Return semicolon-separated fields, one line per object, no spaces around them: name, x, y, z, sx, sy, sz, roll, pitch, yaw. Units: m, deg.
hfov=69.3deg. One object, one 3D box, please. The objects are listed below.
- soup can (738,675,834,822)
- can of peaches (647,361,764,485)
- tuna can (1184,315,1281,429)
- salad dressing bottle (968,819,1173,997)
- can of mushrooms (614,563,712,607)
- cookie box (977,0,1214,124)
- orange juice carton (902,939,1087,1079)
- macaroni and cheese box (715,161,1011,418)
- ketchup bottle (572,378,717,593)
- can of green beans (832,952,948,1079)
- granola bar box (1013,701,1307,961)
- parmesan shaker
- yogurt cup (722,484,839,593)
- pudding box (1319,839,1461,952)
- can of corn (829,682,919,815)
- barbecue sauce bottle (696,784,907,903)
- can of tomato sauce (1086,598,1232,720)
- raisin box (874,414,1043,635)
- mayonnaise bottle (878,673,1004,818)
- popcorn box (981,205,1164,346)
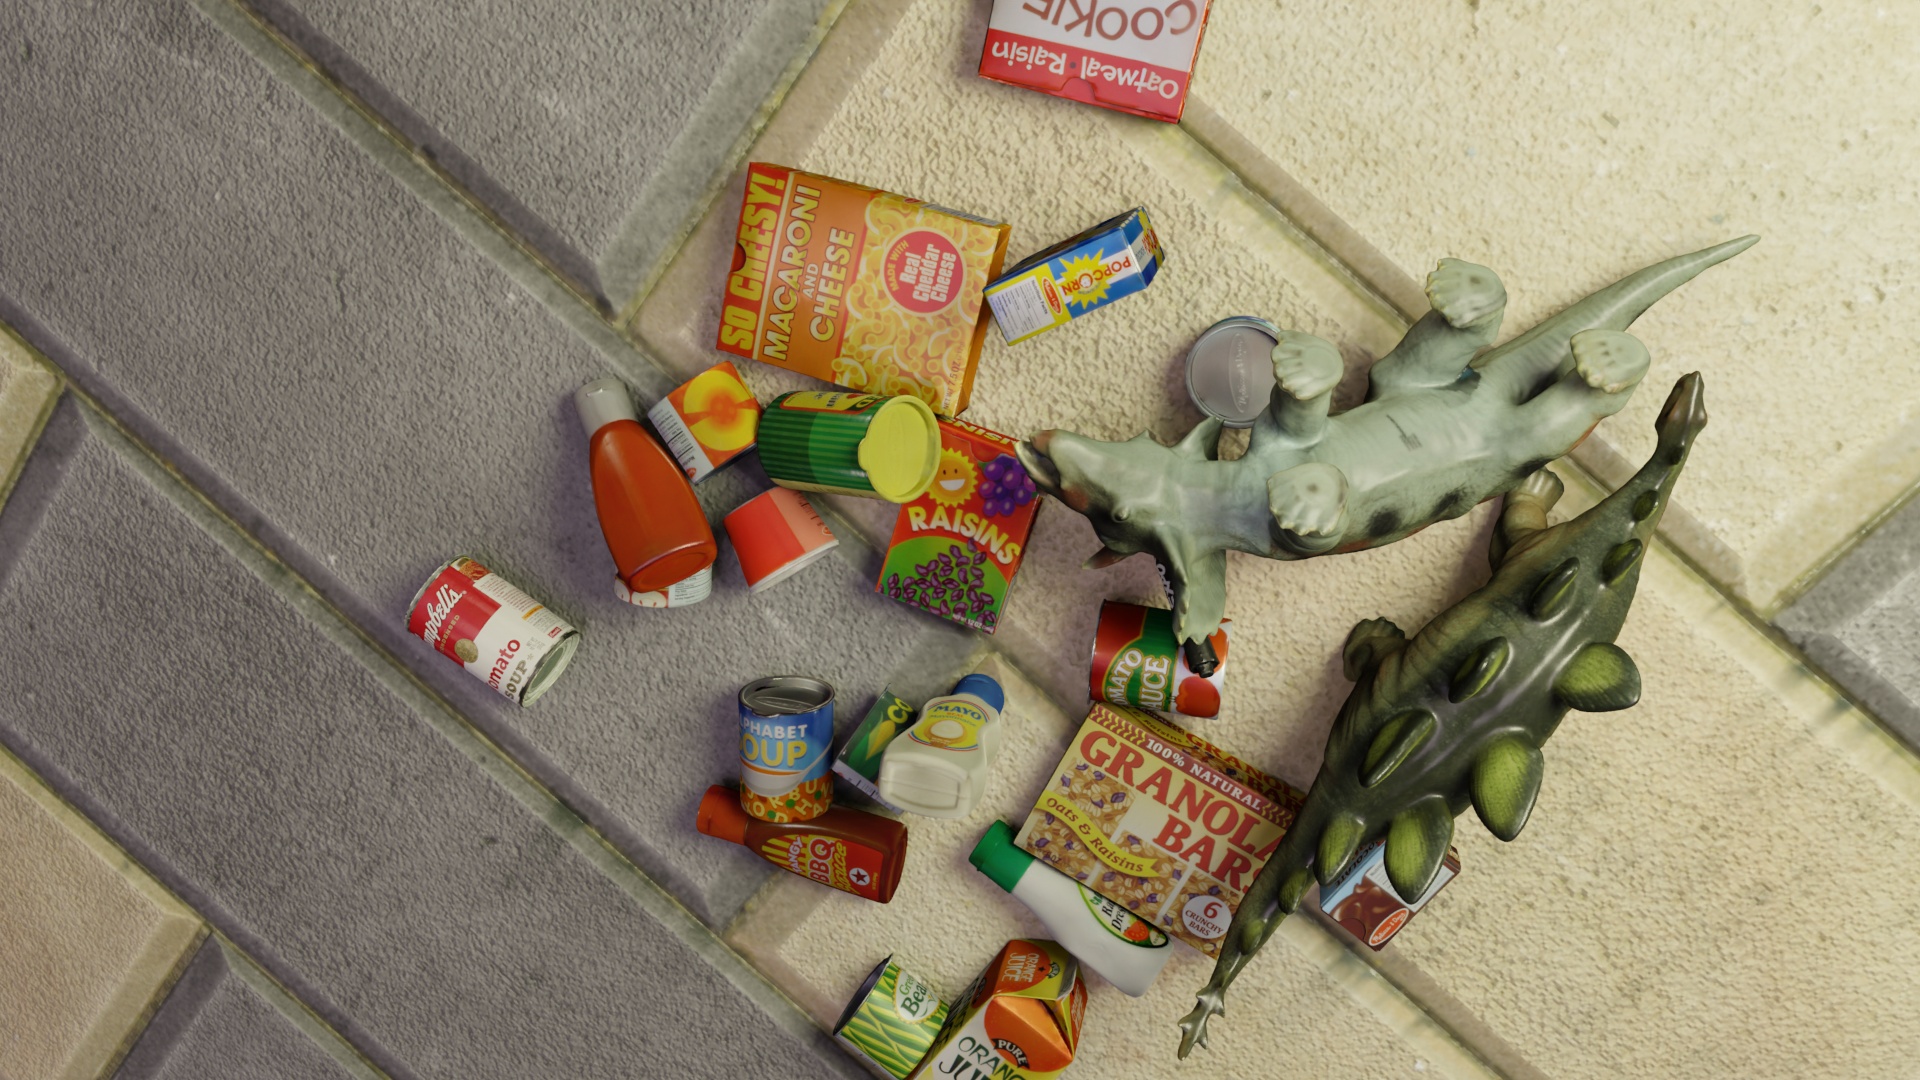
soup can;-0.122;0.145;0.965;0.071;0.071;0.083;5;107;12
can of peaches;-0.162;-0.079;0.918;0.071;0.071;0.058;-32;95;20
tuna can;0.173;-0.103;0.844;0.071;0.033;0.071;4;106;13
salad dressing bottle;0.074;0.250;0.954;0.148;0.064;0.044;35;106;10
can of mushrooms;-0.206;0.020;0.955;0.071;0.071;0.033;9;108;12
cookie box;0.088;-0.337;0.797;0.123;0.040;0.166;16;108;9
orange juice carton;0.027;0.358;0.987;0.073;0.072;0.192;38;111;1
macaroni and cheese box;-0.064;-0.161;0.883;0.166;0.040;0.123;17;108;9
ketchup bottle;-0.216;-0.041;0.920;0.065;0.043;0.149;-25;66;-8
can of green beans;-0.050;0.347;1.006;0.058;0.071;0.071;37;110;1
granola bar box;0.138;0.190;0.931;0.165;0.039;0.123;29;111;5
parmesan shaker;-0.074;-0.061;0.876;0.103;0.071;0.071;8;109;41
yogurt cup;-0.123;-0.003;0.930;0.072;0.072;0.054;-30;88;20
pudding box;0.280;0.222;0.909;0.049;0.030;0.083;37;110;1
can of corn;-0.045;0.143;0.949;0.058;0.071;0.071;35;110;2
barbecue sauce bottle;-0.114;0.212;0.995;0.148;0.044;0.064;14;124;10
can of tomato sauce;0.127;0.077;0.886;0.083;0.071;0.071;8;107;11
raisin box;0.003;-0.011;0.908;0.086;0.040;0.123;21;108;8
mayonnaise bottle;-0.004;0.127;0.890;0.065;0.148;0.041;10;108;11
popcorn box;0.069;-0.155;0.806;0.085;0.127;0.038;-22;102;19
